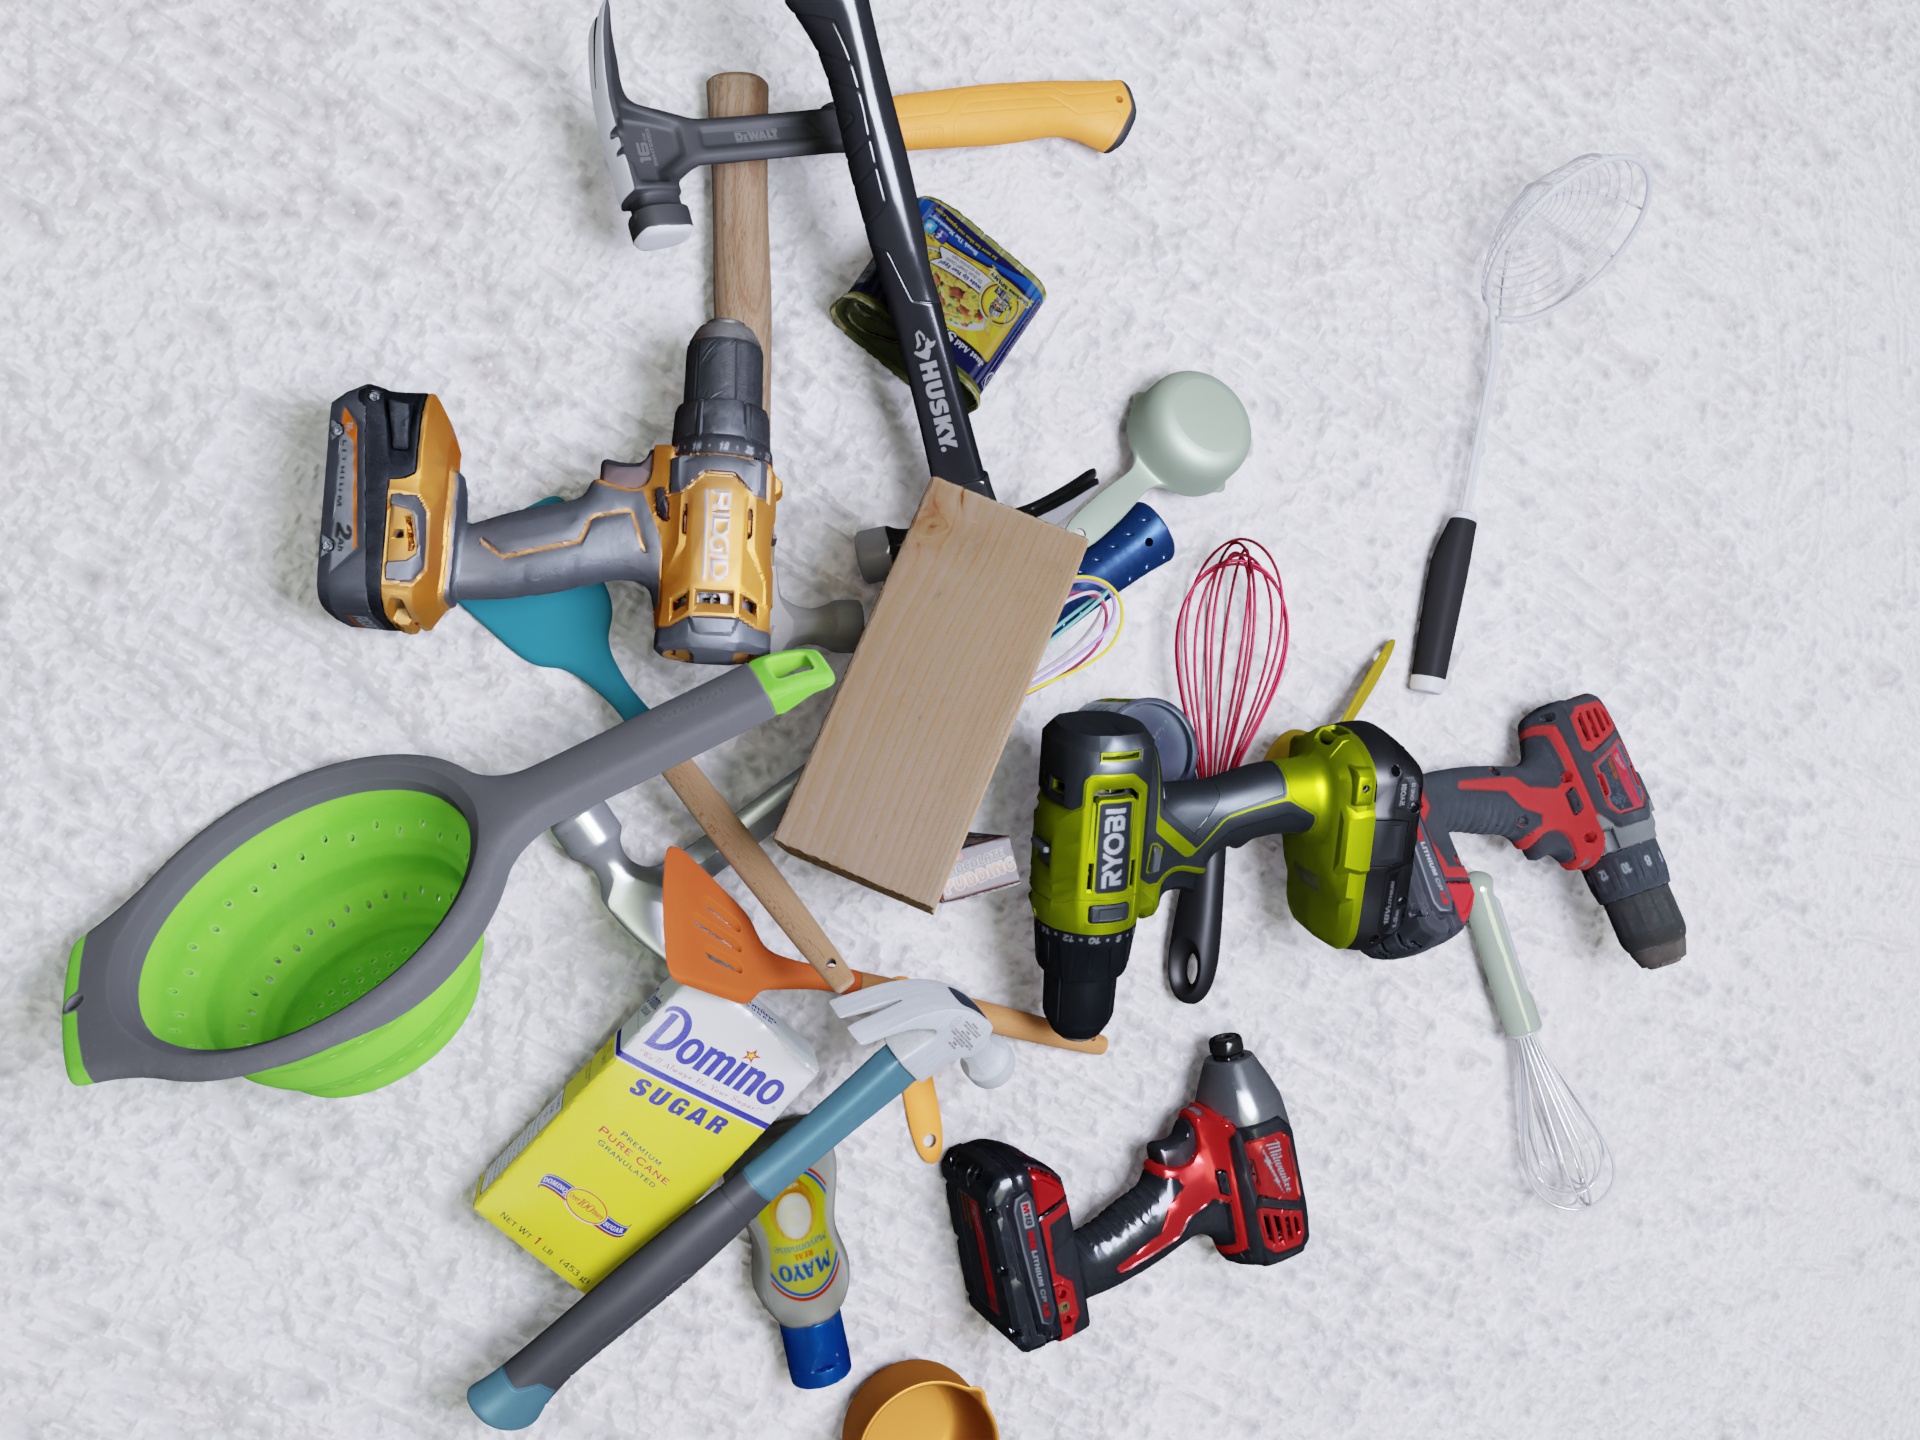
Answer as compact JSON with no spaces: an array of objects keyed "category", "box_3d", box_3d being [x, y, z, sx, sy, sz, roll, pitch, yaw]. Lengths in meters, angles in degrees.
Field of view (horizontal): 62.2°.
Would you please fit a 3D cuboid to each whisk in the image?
[{"category":"whisk","box_3d":[0.000,-0.002,0.912,0.245,0.051,0.047,-40,108,-12]},{"category":"whisk","box_3d":[0.389,0.219,1.087,0.059,0.058,0.246,-18,93,12]},{"category":"whisk","box_3d":[0.161,0.033,1.000,0.073,0.073,0.296,5,94,-19]}]

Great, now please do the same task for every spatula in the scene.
[{"category":"spatula","box_3d":[-0.035,0.152,0.908,0.322,0.041,0.081,20,44,-31]},{"category":"spatula","box_3d":[-0.159,0.019,0.858,0.082,0.044,0.318,-37,76,-15]}]

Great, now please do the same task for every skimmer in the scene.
[{"category":"skimmer","box_3d":[0.374,-0.192,1.055,0.127,0.090,0.363,15,87,-50]}]

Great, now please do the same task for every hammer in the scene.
[{"category":"hammer","box_3d":[-0.126,-0.201,0.906,0.130,0.031,0.331,-2,89,-13]},{"category":"hammer","box_3d":[-0.031,0.002,0.942,0.405,0.035,0.144,-36,101,-16]},{"category":"hammer","box_3d":[-0.043,-0.349,0.913,0.337,0.034,0.127,-15,90,-27]},{"category":"hammer","box_3d":[-0.024,-0.243,0.867,0.146,0.035,0.334,-12,114,6]},{"category":"hammer","box_3d":[-0.119,0.259,0.851,0.331,0.033,0.128,-40,138,-7]}]

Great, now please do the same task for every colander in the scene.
[{"category":"colander","box_3d":[-0.236,0.082,0.805,0.397,0.205,0.094,-26,130,-10]}]

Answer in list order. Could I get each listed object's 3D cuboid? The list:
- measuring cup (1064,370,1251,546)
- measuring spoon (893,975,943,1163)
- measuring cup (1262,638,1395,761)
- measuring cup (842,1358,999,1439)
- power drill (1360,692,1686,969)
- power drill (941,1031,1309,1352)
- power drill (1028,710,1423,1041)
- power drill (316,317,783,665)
[{"category":"measuring cup","box_3d":[0.118,-0.155,0.965,0.083,0.038,0.167,48,57,-2]},{"category":"measuring spoon","box_3d":[-0.026,0.211,0.957,0.021,0.011,0.117,-12,94,-19]},{"category":"measuring cup","box_3d":[0.239,-0.002,1.040,0.029,0.062,0.156,25,61,26]},{"category":"measuring cup","box_3d":[0.002,0.452,0.948,0.173,0.052,0.095,45,77,-16]},{"category":"power drill","box_3d":[0.364,0.092,1.040,0.226,0.080,0.188,-14,77,-21]},{"category":"power drill","box_3d":[0.108,0.284,0.973,0.219,0.078,0.143,-13,95,-22]},{"category":"power drill","box_3d":[0.147,0.087,0.934,0.228,0.080,0.190,-4,107,-20]},{"category":"power drill","box_3d":[-0.207,-0.126,0.835,0.226,0.084,0.185,3,82,-8]}]
